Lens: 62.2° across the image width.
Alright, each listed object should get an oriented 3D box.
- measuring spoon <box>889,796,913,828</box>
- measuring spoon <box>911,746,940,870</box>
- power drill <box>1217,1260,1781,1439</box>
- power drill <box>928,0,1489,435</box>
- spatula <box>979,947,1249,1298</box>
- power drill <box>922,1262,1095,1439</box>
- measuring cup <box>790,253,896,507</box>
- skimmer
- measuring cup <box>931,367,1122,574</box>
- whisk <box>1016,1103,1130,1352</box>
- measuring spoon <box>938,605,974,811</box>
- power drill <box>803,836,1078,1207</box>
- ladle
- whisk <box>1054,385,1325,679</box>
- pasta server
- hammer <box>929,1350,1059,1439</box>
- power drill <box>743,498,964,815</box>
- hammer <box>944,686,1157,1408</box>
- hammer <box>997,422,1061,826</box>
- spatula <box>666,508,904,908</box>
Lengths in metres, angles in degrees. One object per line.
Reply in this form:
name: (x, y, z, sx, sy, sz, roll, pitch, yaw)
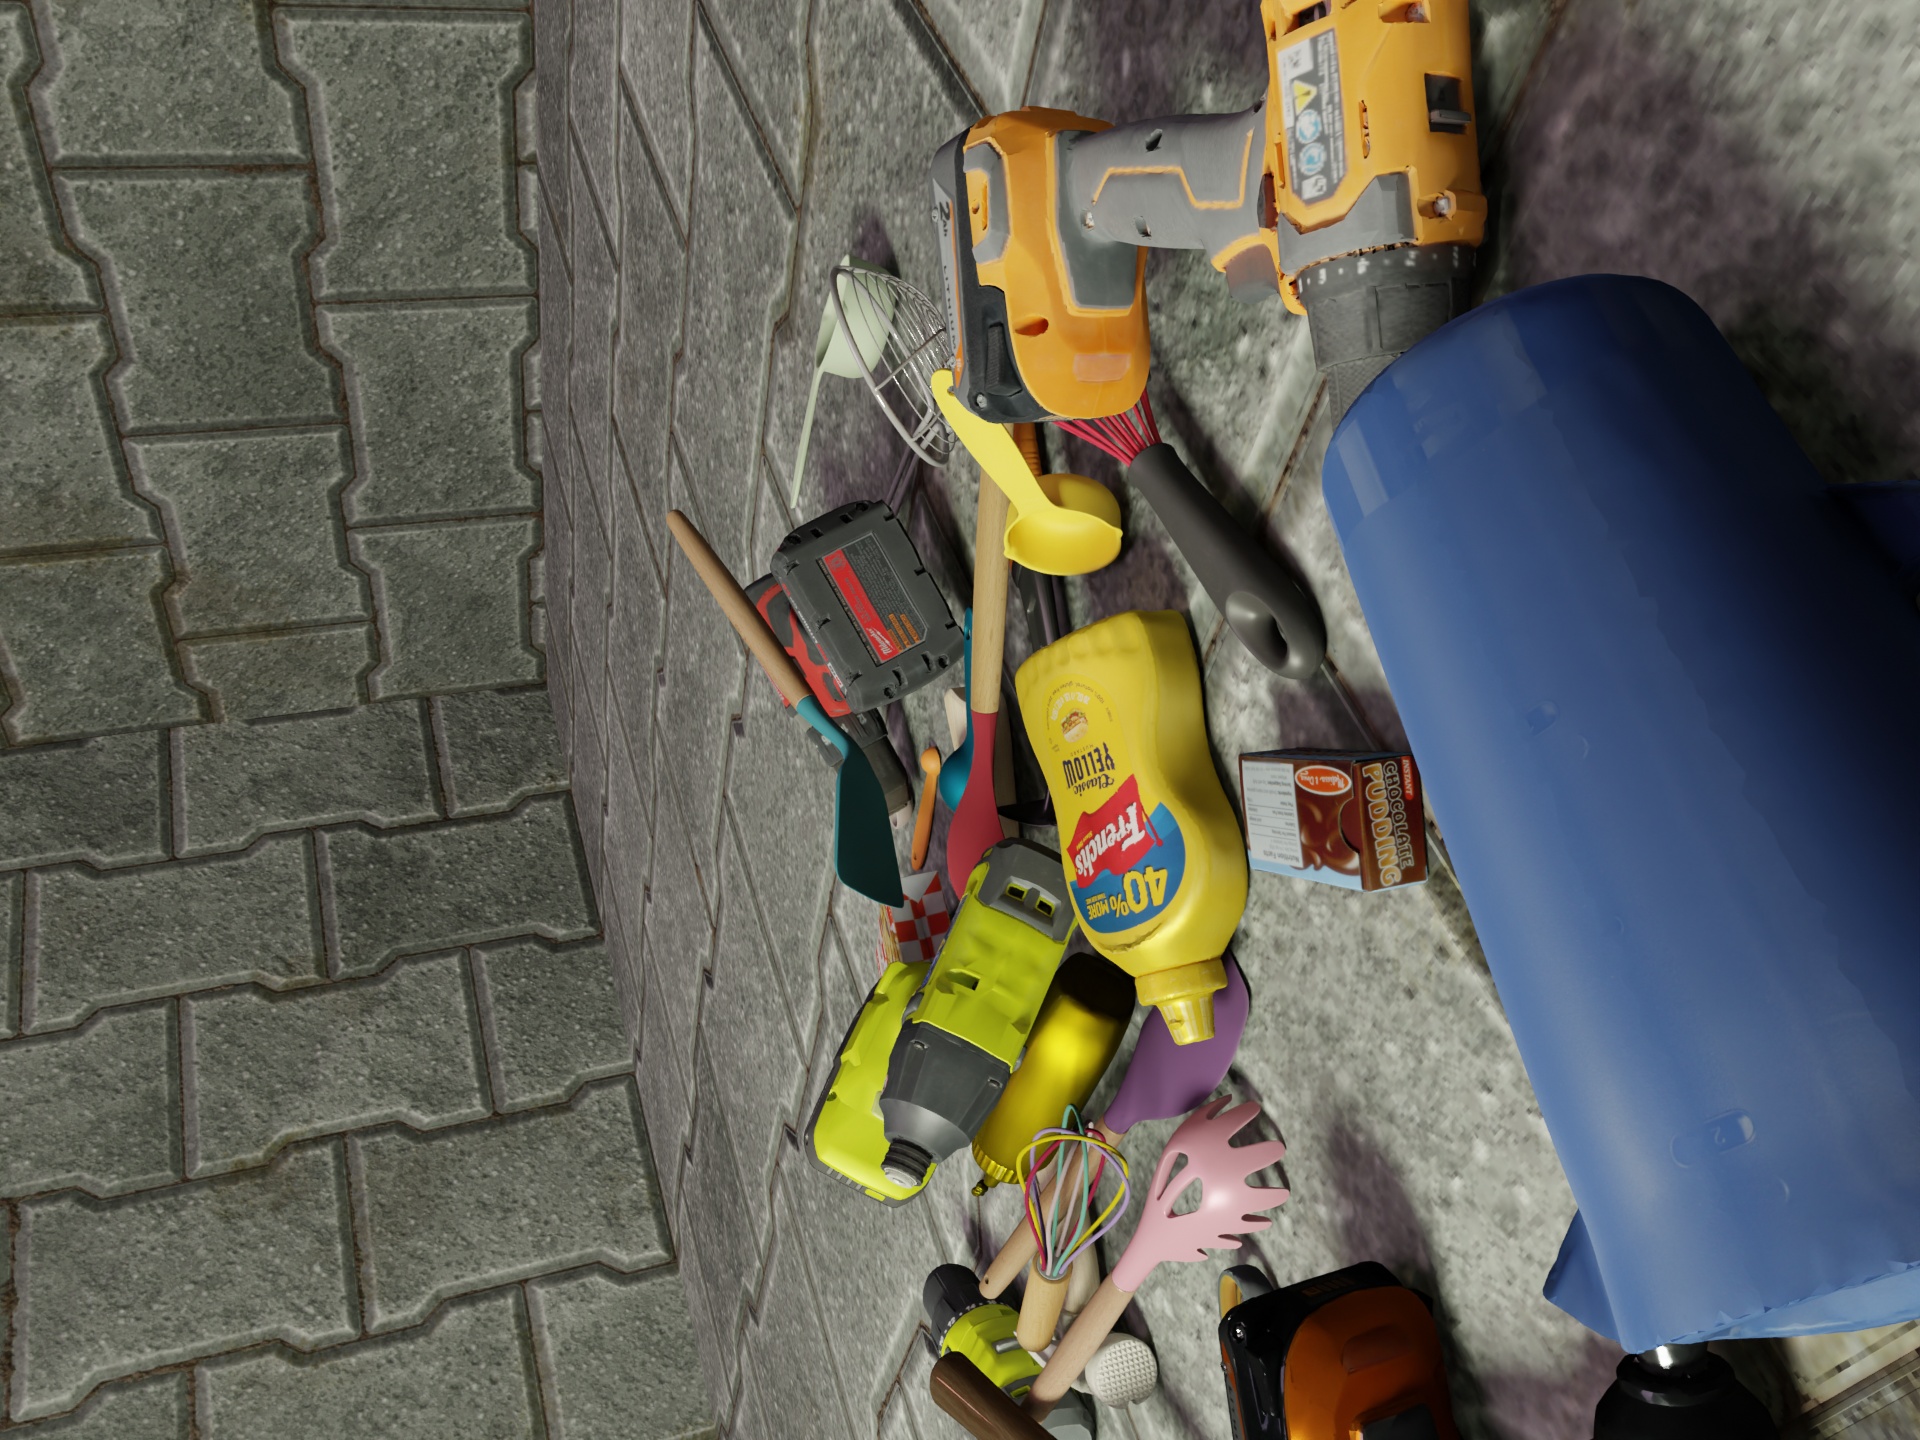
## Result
measuring spoon: (-0.054, 0.052, 1.186, 0.124, 0.018, 0.034, -145, 44, -72)
measuring spoon: (-0.028, 0.064, 1.114, 0.021, 0.011, 0.116, -117, 28, -43)
power drill: (0.180, 0.253, 0.525, 0.226, 0.084, 0.164, 171, 91, -66)
power drill: (0.088, -0.158, 0.574, 0.226, 0.084, 0.185, -1, 98, 54)
spatula: (0.071, 0.223, 0.822, 0.315, 0.018, 0.060, -63, 35, 40)
power drill: (0.021, 0.494, 1.053, 0.191, 0.080, 0.228, -146, 54, -64)
measuring cup: (-0.078, -0.218, 1.044, 0.083, 0.038, 0.167, -135, 58, -72)
skimmer: (-0.069, -0.145, 1.032, 0.363, 0.090, 0.127, 118, 137, -58)
measuring cup: (0.028, -0.121, 0.737, 0.156, 0.062, 0.029, 47, -138, -49)
whisk: (0.046, 0.270, 0.820, 0.244, 0.047, 0.051, 96, 155, -48)
measuring spoon: (-0.001, -0.003, 0.898, 0.042, 0.021, 0.128, -131, 37, -59)
power drill: (-0.015, 0.173, 0.826, 0.171, 0.080, 0.223, -63, 1, -28)
ladle: (0.016, -0.030, 0.841, 0.069, 0.031, 0.315, 31, 124, 55)
whisk: (0.075, -0.126, 0.703, 0.296, 0.073, 0.073, 60, 151, 34)
pasta server: (0.082, 0.294, 0.808, 0.060, 0.040, 0.316, 61, 145, 36)
hammer: (0.089, 0.412, 0.786, 0.331, 0.031, 0.130, 18, 116, 52)
power drill: (-0.070, -0.031, 1.034, 0.188, 0.080, 0.226, 60, 161, 1)
hammer: (0.037, 0.183, 0.949, 0.146, 0.038, 0.411, 151, 110, -70)
hammer: (0.032, -0.110, 0.854, 0.127, 0.034, 0.337, 164, 97, -69)
spatula: (-0.116, -0.021, 0.982, 0.318, 0.044, 0.082, 53, -171, 30)
